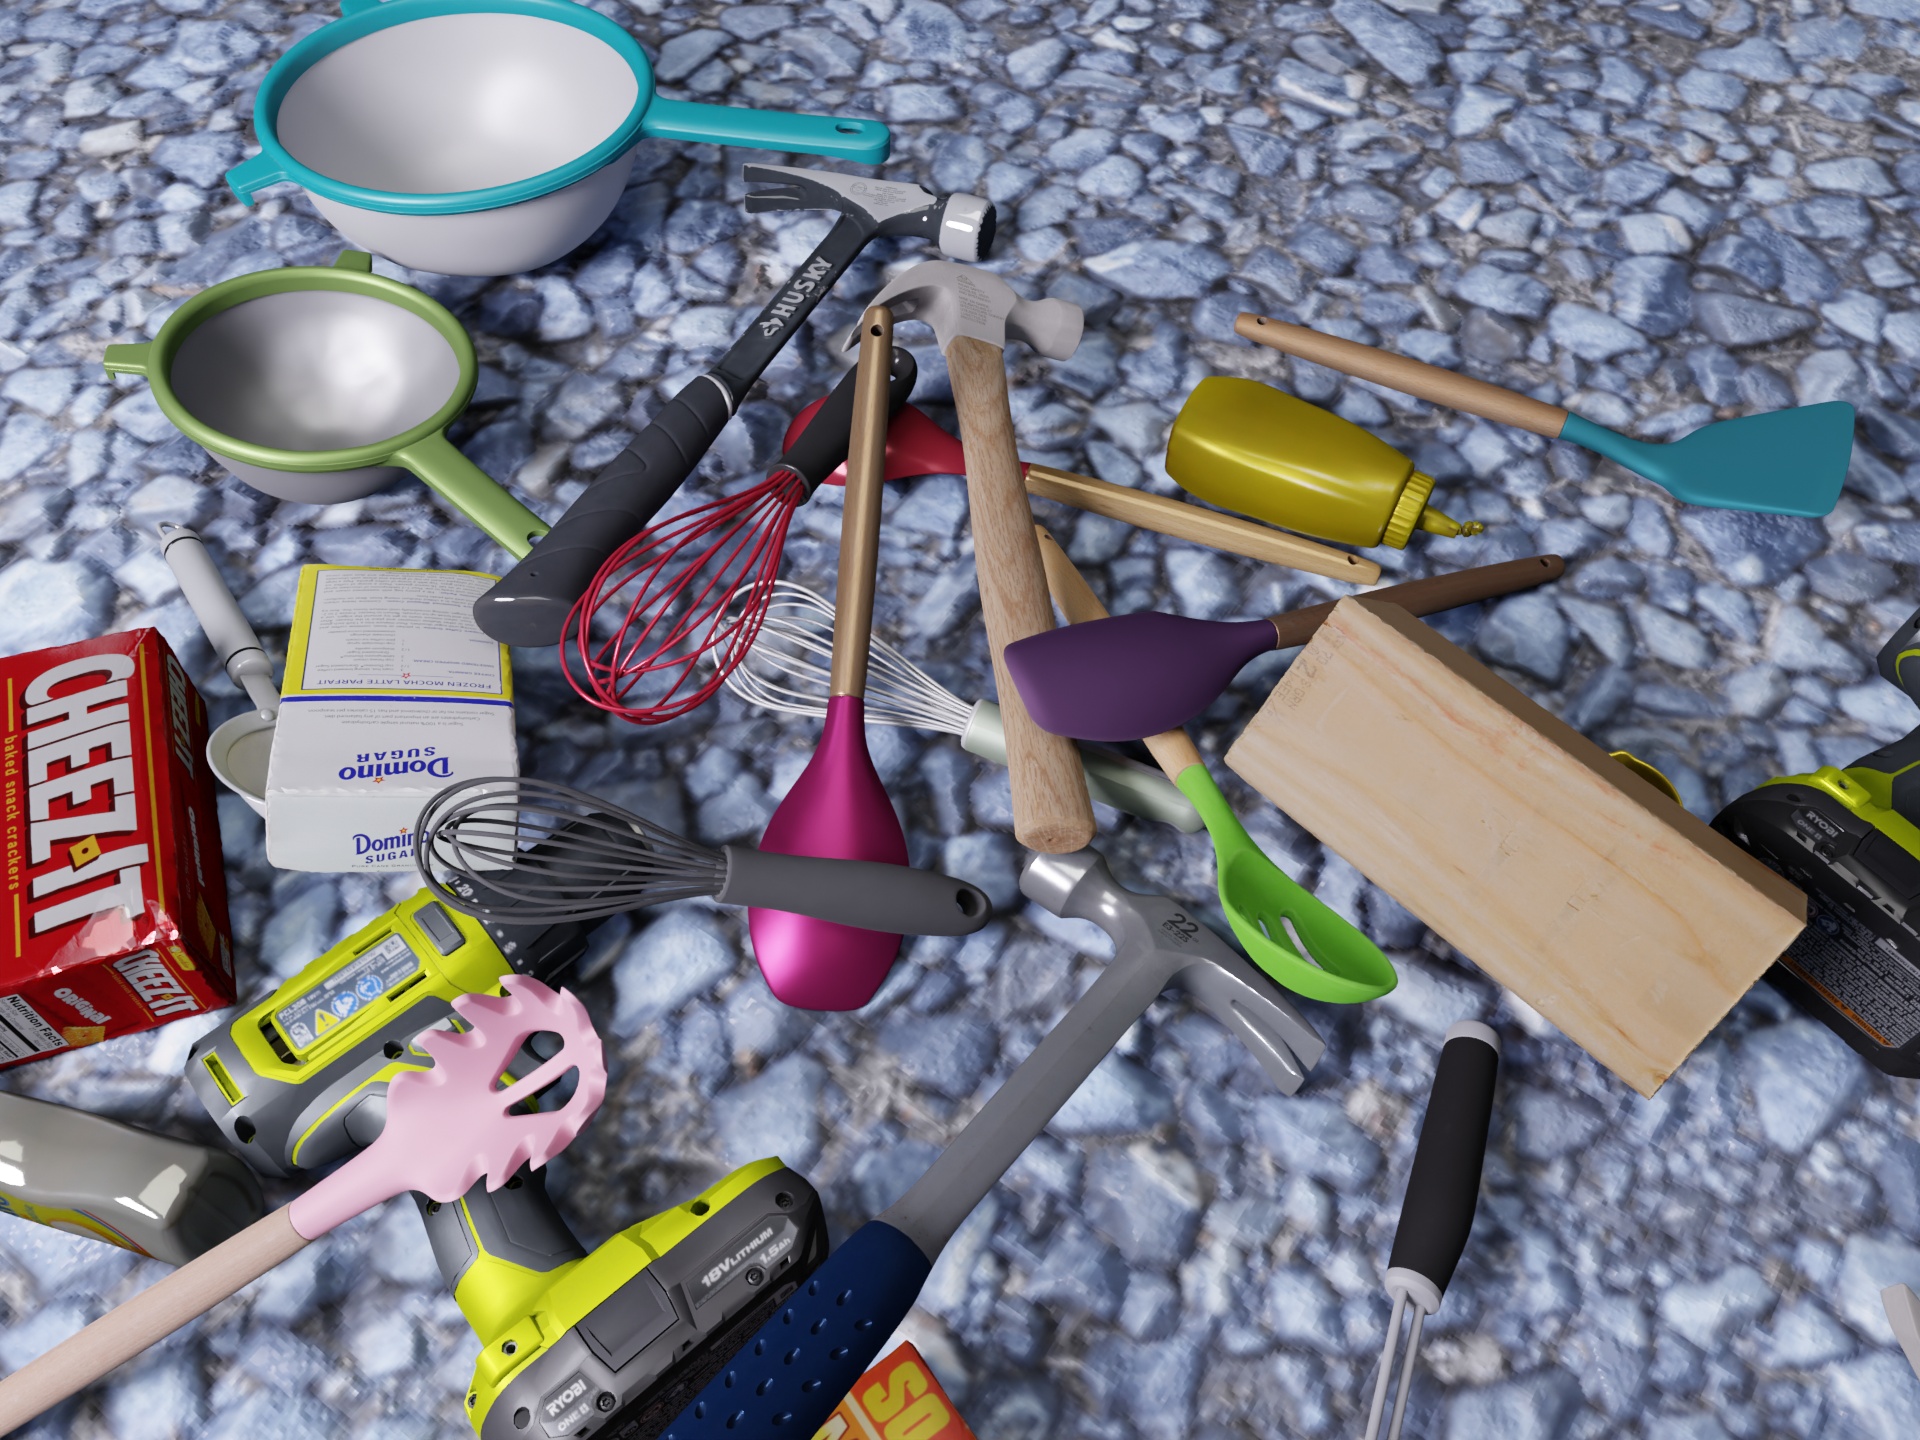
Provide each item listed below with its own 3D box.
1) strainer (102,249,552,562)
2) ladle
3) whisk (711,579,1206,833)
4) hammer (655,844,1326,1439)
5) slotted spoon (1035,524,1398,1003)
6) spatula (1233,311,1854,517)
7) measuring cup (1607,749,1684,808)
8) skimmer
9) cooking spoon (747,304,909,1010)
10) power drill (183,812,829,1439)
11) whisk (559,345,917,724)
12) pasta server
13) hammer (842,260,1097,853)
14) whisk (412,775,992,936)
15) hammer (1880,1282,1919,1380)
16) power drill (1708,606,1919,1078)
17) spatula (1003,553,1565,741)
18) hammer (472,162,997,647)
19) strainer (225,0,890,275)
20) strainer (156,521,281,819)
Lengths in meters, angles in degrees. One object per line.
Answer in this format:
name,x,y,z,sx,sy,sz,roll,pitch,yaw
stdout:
strainer,-0.280,-0.126,0.785,0.256,0.069,0.151,38,52,15
ladle,0.059,-0.116,0.812,0.315,0.031,0.069,16,56,7
whisk,-0.001,-0.002,0.724,0.246,0.058,0.059,21,93,7
hammer,-0.009,0.172,0.529,0.144,0.035,0.405,34,39,17
slotted spoon,0.091,0.008,0.699,0.070,0.031,0.314,11,35,-35
spatula,0.299,-0.174,0.846,0.317,0.044,0.082,21,62,13
measuring cup,0.242,0.036,0.722,0.156,0.029,0.062,11,58,20
skimmer,0.119,0.252,0.553,0.127,0.090,0.363,50,45,-19
cooking spoon,-0.048,-0.034,0.698,0.068,0.017,0.319,4,77,-3
power drill,-0.153,0.149,0.600,0.190,0.080,0.229,-36,62,-22
whisk,-0.087,-0.097,0.728,0.073,0.073,0.296,21,46,12
pasta server,-0.245,0.181,0.530,0.316,0.040,0.060,-32,76,6
hammer,0.018,-0.090,0.738,0.130,0.031,0.332,10,54,-25
whisk,-0.092,0.063,0.620,0.238,0.055,0.055,11,52,-27
hammer,0.206,0.253,0.501,0.359,0.036,0.149,7,56,-19
power drill,0.444,0.046,0.686,0.223,0.080,0.171,-32,63,-24
spatula,0.163,-0.042,0.731,0.316,0.018,0.060,-14,67,-26
hammer,-0.120,-0.176,0.805,0.149,0.036,0.409,18,48,13
strainer,-0.208,-0.307,0.888,0.340,0.095,0.211,6,52,1
strainer,-0.321,-0.017,0.727,0.086,0.050,0.259,-4,42,-45
